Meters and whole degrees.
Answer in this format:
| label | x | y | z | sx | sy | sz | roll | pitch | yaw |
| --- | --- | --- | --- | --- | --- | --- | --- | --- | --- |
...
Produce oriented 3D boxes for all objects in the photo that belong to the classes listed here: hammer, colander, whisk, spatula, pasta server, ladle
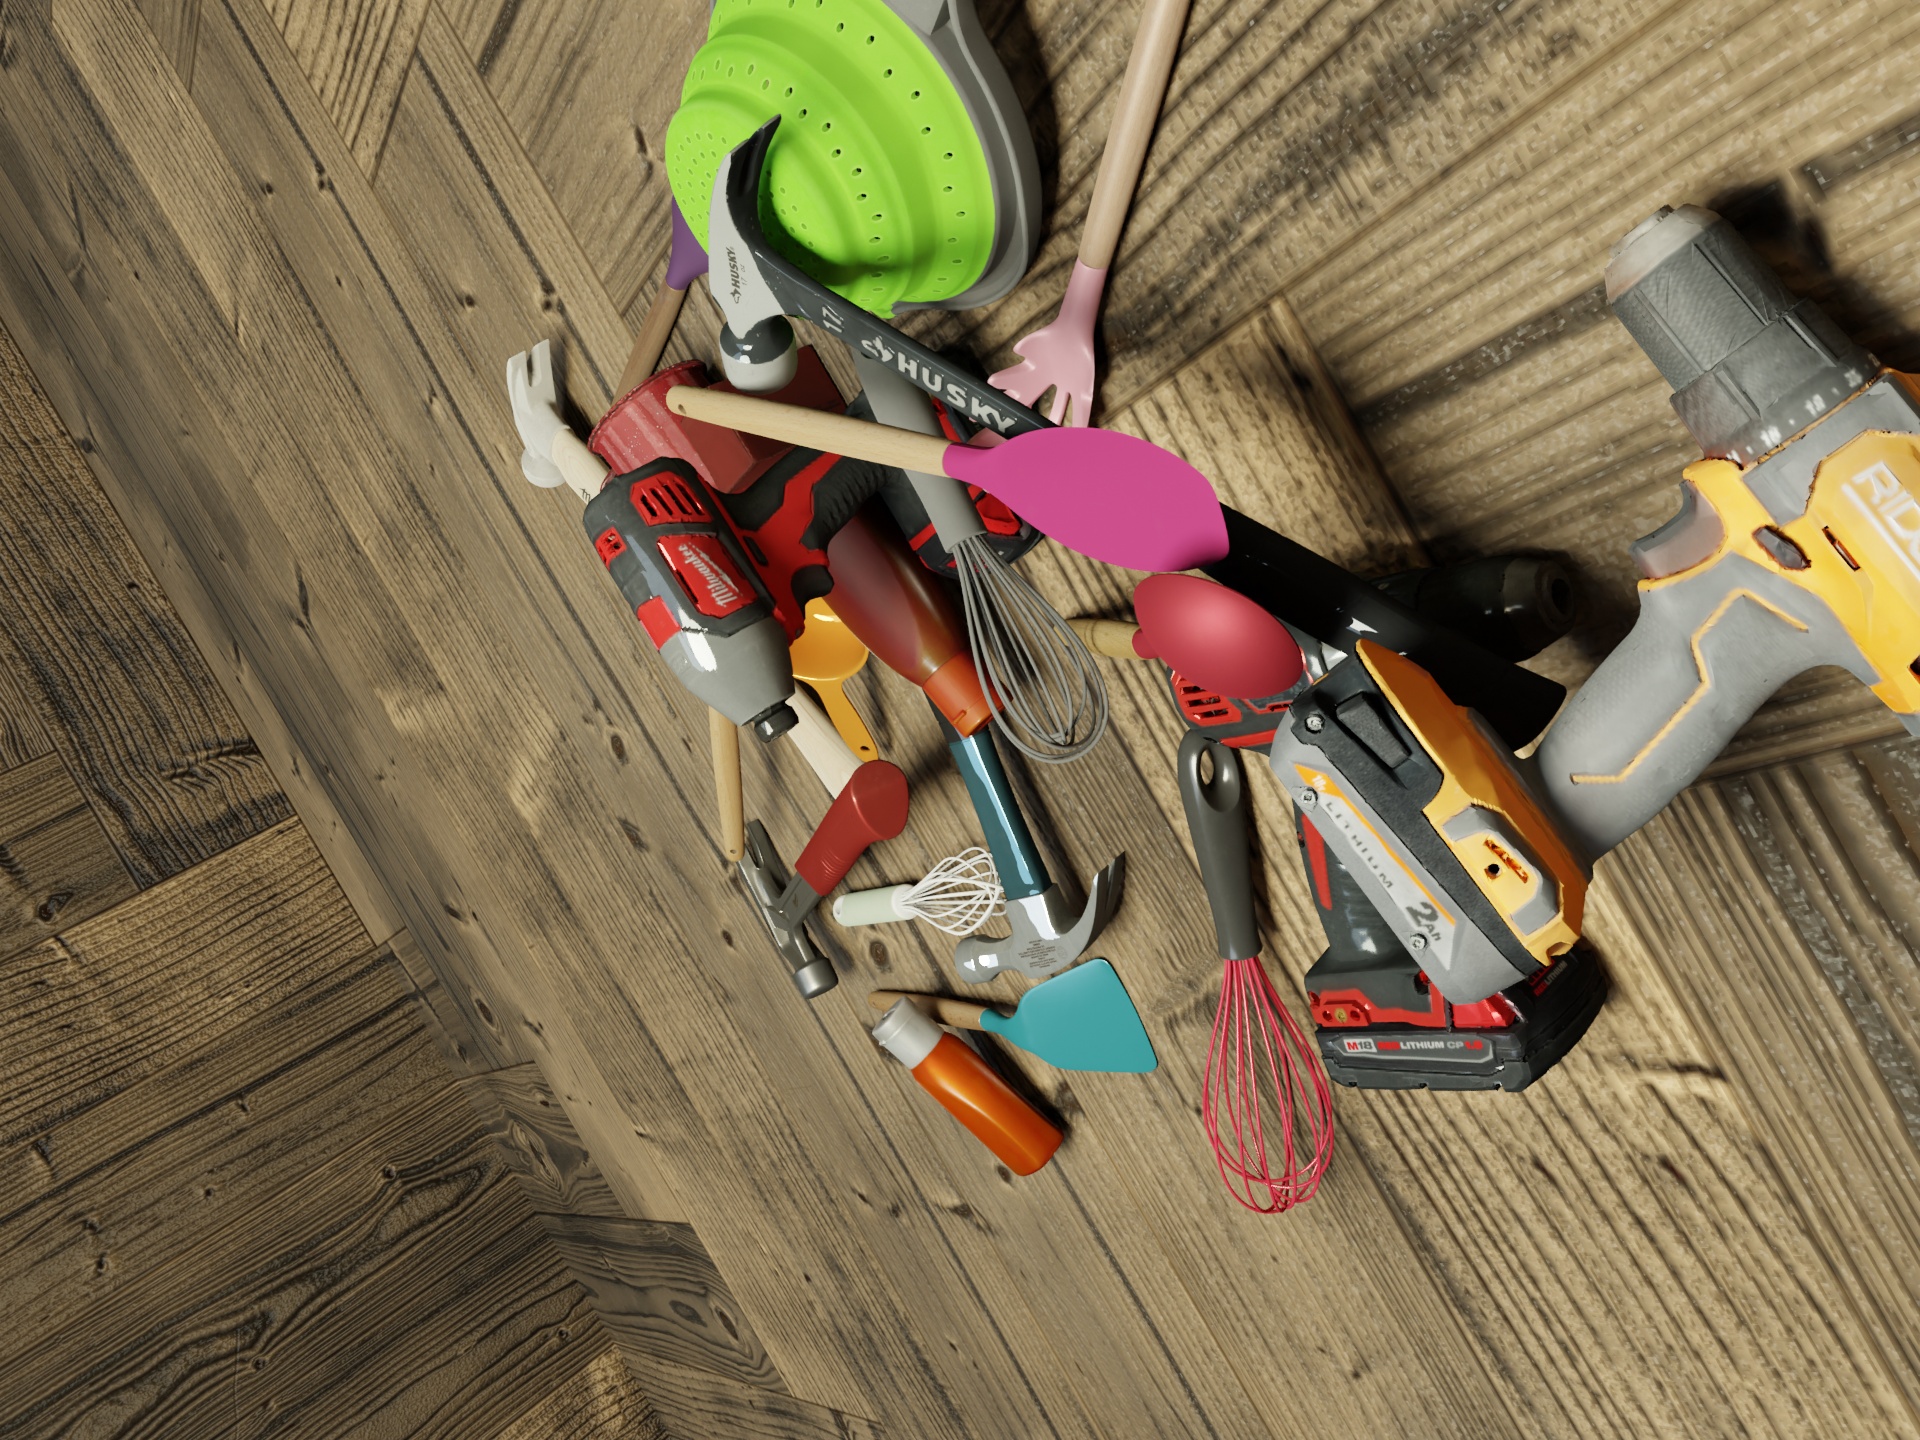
| label | x | y | z | sx | sy | sz | roll | pitch | yaw |
| --- | --- | --- | --- | --- | --- | --- | --- | --- | --- |
| hammer | -0.099 | 0.091 | 1.105 | 0.149 | 0.036 | 0.359 | 62 | 157 | 12 |
| colander | -0.045 | -0.280 | 0.665 | 0.204 | 0.094 | 0.397 | 44 | 156 | -1 |
| hammer | 0.053 | -0.107 | 0.644 | 0.409 | 0.036 | 0.149 | 33 | 155 | 18 |
| hammer | -0.185 | -0.091 | 1.118 | 0.411 | 0.038 | 0.146 | 48 | 157 | 14 |
| whisk | 0.152 | 0.140 | 0.850 | 0.073 | 0.073 | 0.295 | 10 | 119 | 50 |
| hammer | -0.001 | -0.003 | 0.936 | 0.128 | 0.033 | 0.331 | -16 | 99 | 36 |
| spatula | 0.016 | 0.204 | 1.119 | 0.317 | 0.044 | 0.082 | -8 | 110 | 60 |
| spatula | -0.185 | -0.262 | 1.009 | 0.060 | 0.018 | 0.316 | 48 | 147 | -1 |
| pasta server | 0.061 | -0.221 | 0.693 | 0.060 | 0.040 | 0.316 | 33 | 140 | 15 |
| whisk | 0.005 | -0.089 | 0.765 | 0.239 | 0.055 | 0.055 | 64 | 148 | 7 |
| whisk | -0.033 | 0.125 | 1.102 | 0.246 | 0.059 | 0.058 | -19 | 57 | 61 |
| ladle | 0.077 | -0.037 | 0.712 | 0.069 | 0.031 | 0.315 | 38 | 178 | -9 |

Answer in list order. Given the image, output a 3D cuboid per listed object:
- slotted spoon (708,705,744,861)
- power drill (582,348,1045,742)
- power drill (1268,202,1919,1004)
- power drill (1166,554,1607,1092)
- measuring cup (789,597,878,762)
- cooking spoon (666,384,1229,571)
| label | x | y | z | sx | sy | sz | roll | pitch | yaw |
| --- | --- | --- | --- | --- | --- | --- | --- | --- | --- |
| slotted spoon | -0.166 | -0.008 | 1.095 | 0.070 | 0.031 | 0.313 | 3 | 135 | 1 |
| power drill | -0.064 | -0.089 | 0.799 | 0.143 | 0.219 | 0.078 | 58 | 148 | 1 |
| power drill | 0.210 | -0.036 | 0.520 | 0.226 | 0.084 | 0.185 | -38 | 85 | 18 |
| power drill | 0.201 | 0.041 | 0.686 | 0.188 | 0.080 | 0.226 | -15 | 100 | 49 |
| measuring cup | -0.079 | -0.044 | 1.013 | 0.095 | 0.052 | 0.173 | -1 | 140 | 22 |
| cooking spoon | -0.021 | -0.115 | 0.675 | 0.319 | 0.017 | 0.068 | 19 | 146 | 38 |
